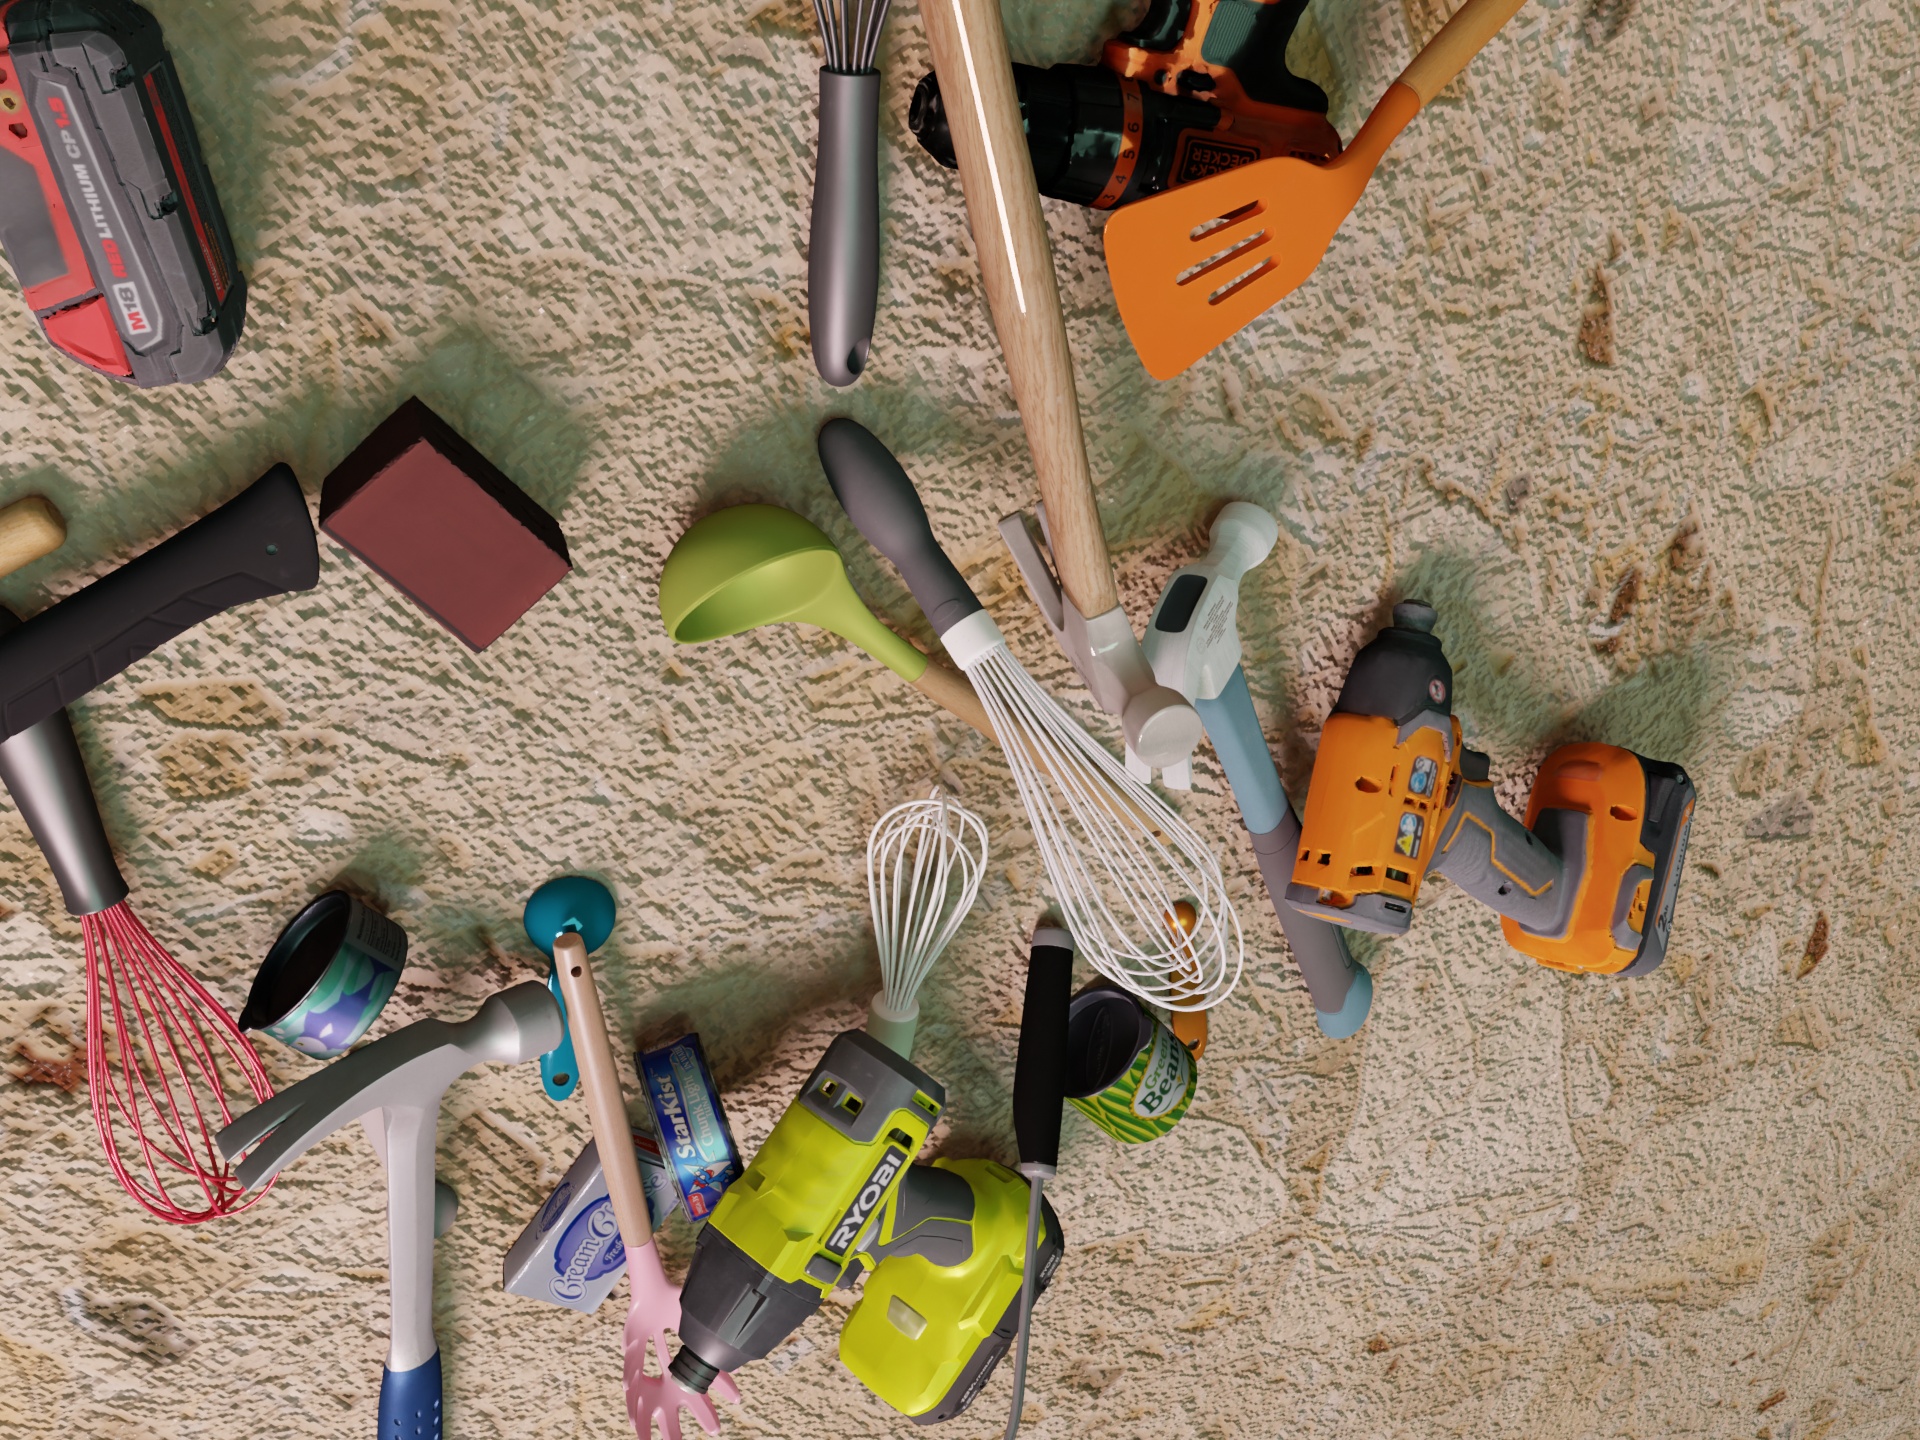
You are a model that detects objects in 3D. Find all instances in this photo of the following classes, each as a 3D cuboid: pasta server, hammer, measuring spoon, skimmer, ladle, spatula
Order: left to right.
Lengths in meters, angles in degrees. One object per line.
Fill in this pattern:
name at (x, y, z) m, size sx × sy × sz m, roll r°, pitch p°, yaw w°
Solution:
hammer at (-0.377, 0.008, 0.557) m, size 0.335 × 0.035 × 0.146 m, roll -34°, pitch 125°, yaw -9°
measuring spoon at (-0.271, 0.208, 0.761) m, size 0.034 × 0.018 × 0.124 m, roll -16°, pitch 123°, yaw -12°
hammer at (-0.274, 0.305, 0.777) m, size 0.144 × 0.035 × 0.405 m, roll -18°, pitch 133°, yaw -39°
measuring spoon at (-0.185, 0.133, 0.748) m, size 0.042 × 0.021 × 0.128 m, roll 0°, pitch 117°, yaw -20°
pasta server at (-0.160, 0.238, 0.778) m, size 0.060 × 0.040 × 0.316 m, roll -19°, pitch 122°, yaw -24°
ladle at (-0.001, -0.002, 0.724) m, size 0.078 × 0.062 × 0.319 m, roll -32°, pitch 132°, yaw 31°
hammer at (0.028, -0.139, 0.599) m, size 0.031 × 0.130 × 0.331 m, roll -23°, pitch 129°, yaw -8°
skimmer at (0.062, 0.280, 0.760) m, size 0.090 × 0.363 × 0.127 m, roll 3°, pitch 159°, yaw 7°
measuring spoon at (0.127, 0.149, 0.882) m, size 0.021 × 0.011 × 0.116 m, roll -17°, pitch 123°, yaw -11°
hammer at (0.160, 0.054, 0.808) m, size 0.128 × 0.033 × 0.330 m, roll -55°, pitch 136°, yaw -28°
spatula at (0.179, -0.258, 0.617) m, size 0.322 × 0.041 × 0.080 m, roll -47°, pitch 140°, yaw -14°

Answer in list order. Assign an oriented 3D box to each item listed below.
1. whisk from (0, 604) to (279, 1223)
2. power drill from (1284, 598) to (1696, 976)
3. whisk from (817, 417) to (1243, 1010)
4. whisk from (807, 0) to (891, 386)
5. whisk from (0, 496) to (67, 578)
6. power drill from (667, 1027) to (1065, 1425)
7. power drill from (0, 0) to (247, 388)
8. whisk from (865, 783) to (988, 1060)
whisk at (-0.344, 0.090, 0.647) m, size 0.073 × 0.073 × 0.295 m, roll -14°, pitch 116°, yaw -13°
power drill at (0.274, 0.040, 0.817) m, size 0.226 × 0.084 × 0.164 m, roll 16°, pitch 85°, yaw -29°
whisk at (0.024, -0.007, 0.643) m, size 0.070 × 0.070 × 0.285 m, roll -33°, pitch 83°, yaw -1°
whisk at (-0.042, -0.236, 0.582) m, size 0.055 × 0.055 × 0.238 m, roll -7°, pitch 124°, yaw -17°
whisk at (-0.436, -0.017, 0.562) m, size 0.245 × 0.047 × 0.051 m, roll -30°, pitch 123°, yaw -8°
power drill at (-0.044, 0.266, 0.788) m, size 0.171 × 0.080 × 0.223 m, roll -55°, pitch 143°, yaw -13°
power drill at (-0.355, -0.130, 0.506) m, size 0.226 × 0.080 × 0.187 m, roll -13°, pitch 122°, yaw -10°
whisk at (-0.031, 0.137, 0.796) m, size 0.057 × 0.059 × 0.246 m, roll 6°, pitch 121°, yaw -10°
